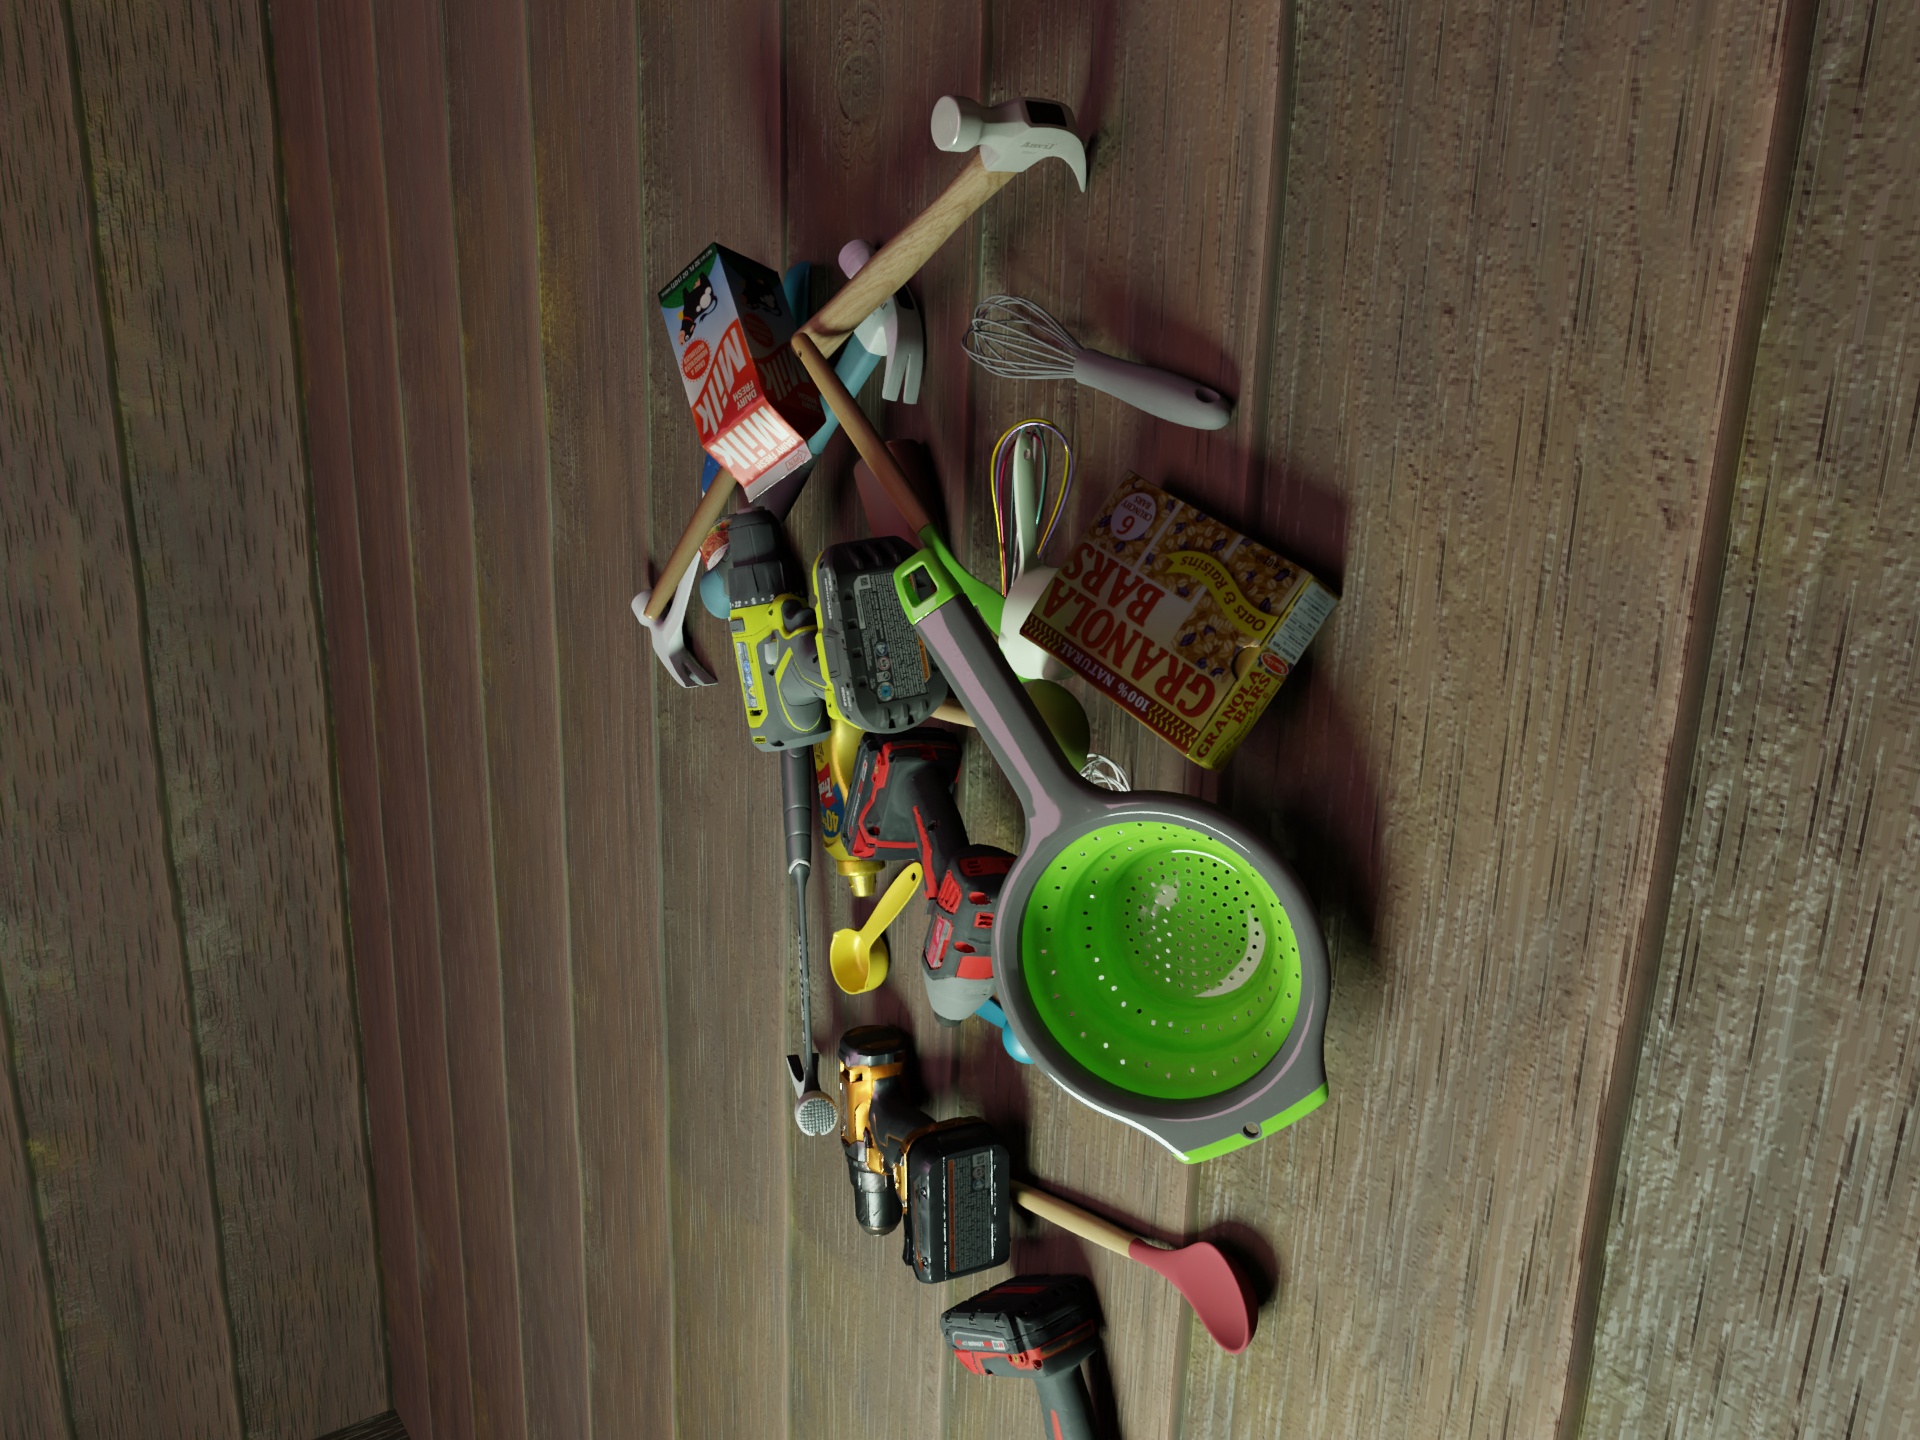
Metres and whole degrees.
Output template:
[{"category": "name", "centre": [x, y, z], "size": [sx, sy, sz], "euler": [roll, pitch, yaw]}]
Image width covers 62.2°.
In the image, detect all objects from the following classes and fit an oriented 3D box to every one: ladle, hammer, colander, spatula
[{"category": "ladle", "centre": [0.109, 0.375, 1.147], "size": [0.315, 0.031, 0.069], "euler": [4, 99, 57]}, {"category": "hammer", "centre": [-0.233, -0.203, 1.493], "size": [0.144, 0.035, 0.405], "euler": [56, 139, 31]}, {"category": "ladle", "centre": [-0.002, -0.004, 1.142], "size": [0.320, 0.062, 0.078], "euler": [15, 104, 62]}, {"category": "colander", "centre": [0.086, 0.066, 0.969], "size": [0.204, 0.094, 0.397], "euler": [-33, 86, 25]}, {"category": "hammer", "centre": [-0.030, -0.324, 1.084], "size": [0.331, 0.130, 0.031], "euler": [-24, 78, 57]}, {"category": "hammer", "centre": [-0.142, 0.151, 1.428], "size": [0.149, 0.036, 0.409], "euler": [-165, 73, -79]}, {"category": "hammer", "centre": [-0.129, -0.214, 1.283], "size": [0.331, 0.033, 0.128], "euler": [-53, 54, 32]}, {"category": "spatula", "centre": [-0.191, -0.229, 1.316], "size": [0.317, 0.044, 0.082], "euler": [-62, 22, -3]}]

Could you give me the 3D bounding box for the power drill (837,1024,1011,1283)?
[{"category": "power drill", "centre": [-0.040, 0.374, 1.307], "size": [0.226, 0.084, 0.185], "euler": [-154, 61, -62]}]

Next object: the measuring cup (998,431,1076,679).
[{"category": "measuring cup", "centre": [0.059, -0.105, 1.040], "size": [0.038, 0.083, 0.167], "euler": [12, 118, 36]}]

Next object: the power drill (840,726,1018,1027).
[{"category": "power drill", "centre": [-0.019, 0.113, 1.173], "size": [0.220, 0.078, 0.143], "euler": [-120, 37, -51]}]

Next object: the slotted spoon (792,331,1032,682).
[{"category": "slotted spoon", "centre": [-0.038, -0.155, 1.132], "size": [0.314, 0.031, 0.070], "euler": [57, 147, 15]}]

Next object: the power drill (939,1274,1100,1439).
[{"category": "power drill", "centre": [0.063, 0.552, 1.221], "size": [0.188, 0.080, 0.227], "euler": [-31, 76, 55]}]

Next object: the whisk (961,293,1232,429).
[{"category": "whisk", "centre": [0.084, -0.227, 1.018], "size": [0.239, 0.055, 0.055], "euler": [33, 124, 42]}]

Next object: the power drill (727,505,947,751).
[{"category": "power drill", "centre": [-0.108, -0.073, 1.189], "size": [0.228, 0.080, 0.190], "euler": [0, 101, 59]}]

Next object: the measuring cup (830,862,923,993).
[{"category": "measuring cup", "centre": [-0.062, 0.174, 1.357], "size": [0.156, 0.029, 0.062], "euler": [-55, 53, 32]}]

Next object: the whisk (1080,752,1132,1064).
[{"category": "whisk", "centre": [0.103, 0.141, 1.081], "size": [0.059, 0.058, 0.246], "euler": [7, 109, 46]}]

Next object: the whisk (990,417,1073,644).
[{"category": "whisk", "centre": [0.034, -0.099, 1.123], "size": [0.051, 0.047, 0.244], "euler": [40, 133, 42]}]

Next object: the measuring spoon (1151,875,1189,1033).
[{"category": "measuring spoon", "centre": [0.133, 0.162, 1.064], "size": [0.034, 0.018, 0.124], "euler": [1, 99, 56]}]

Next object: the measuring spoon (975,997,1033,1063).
[{"category": "measuring spoon", "centre": [0.019, 0.231, 1.245], "size": [0.129, 0.021, 0.042], "euler": [24, 117, 50]}]
